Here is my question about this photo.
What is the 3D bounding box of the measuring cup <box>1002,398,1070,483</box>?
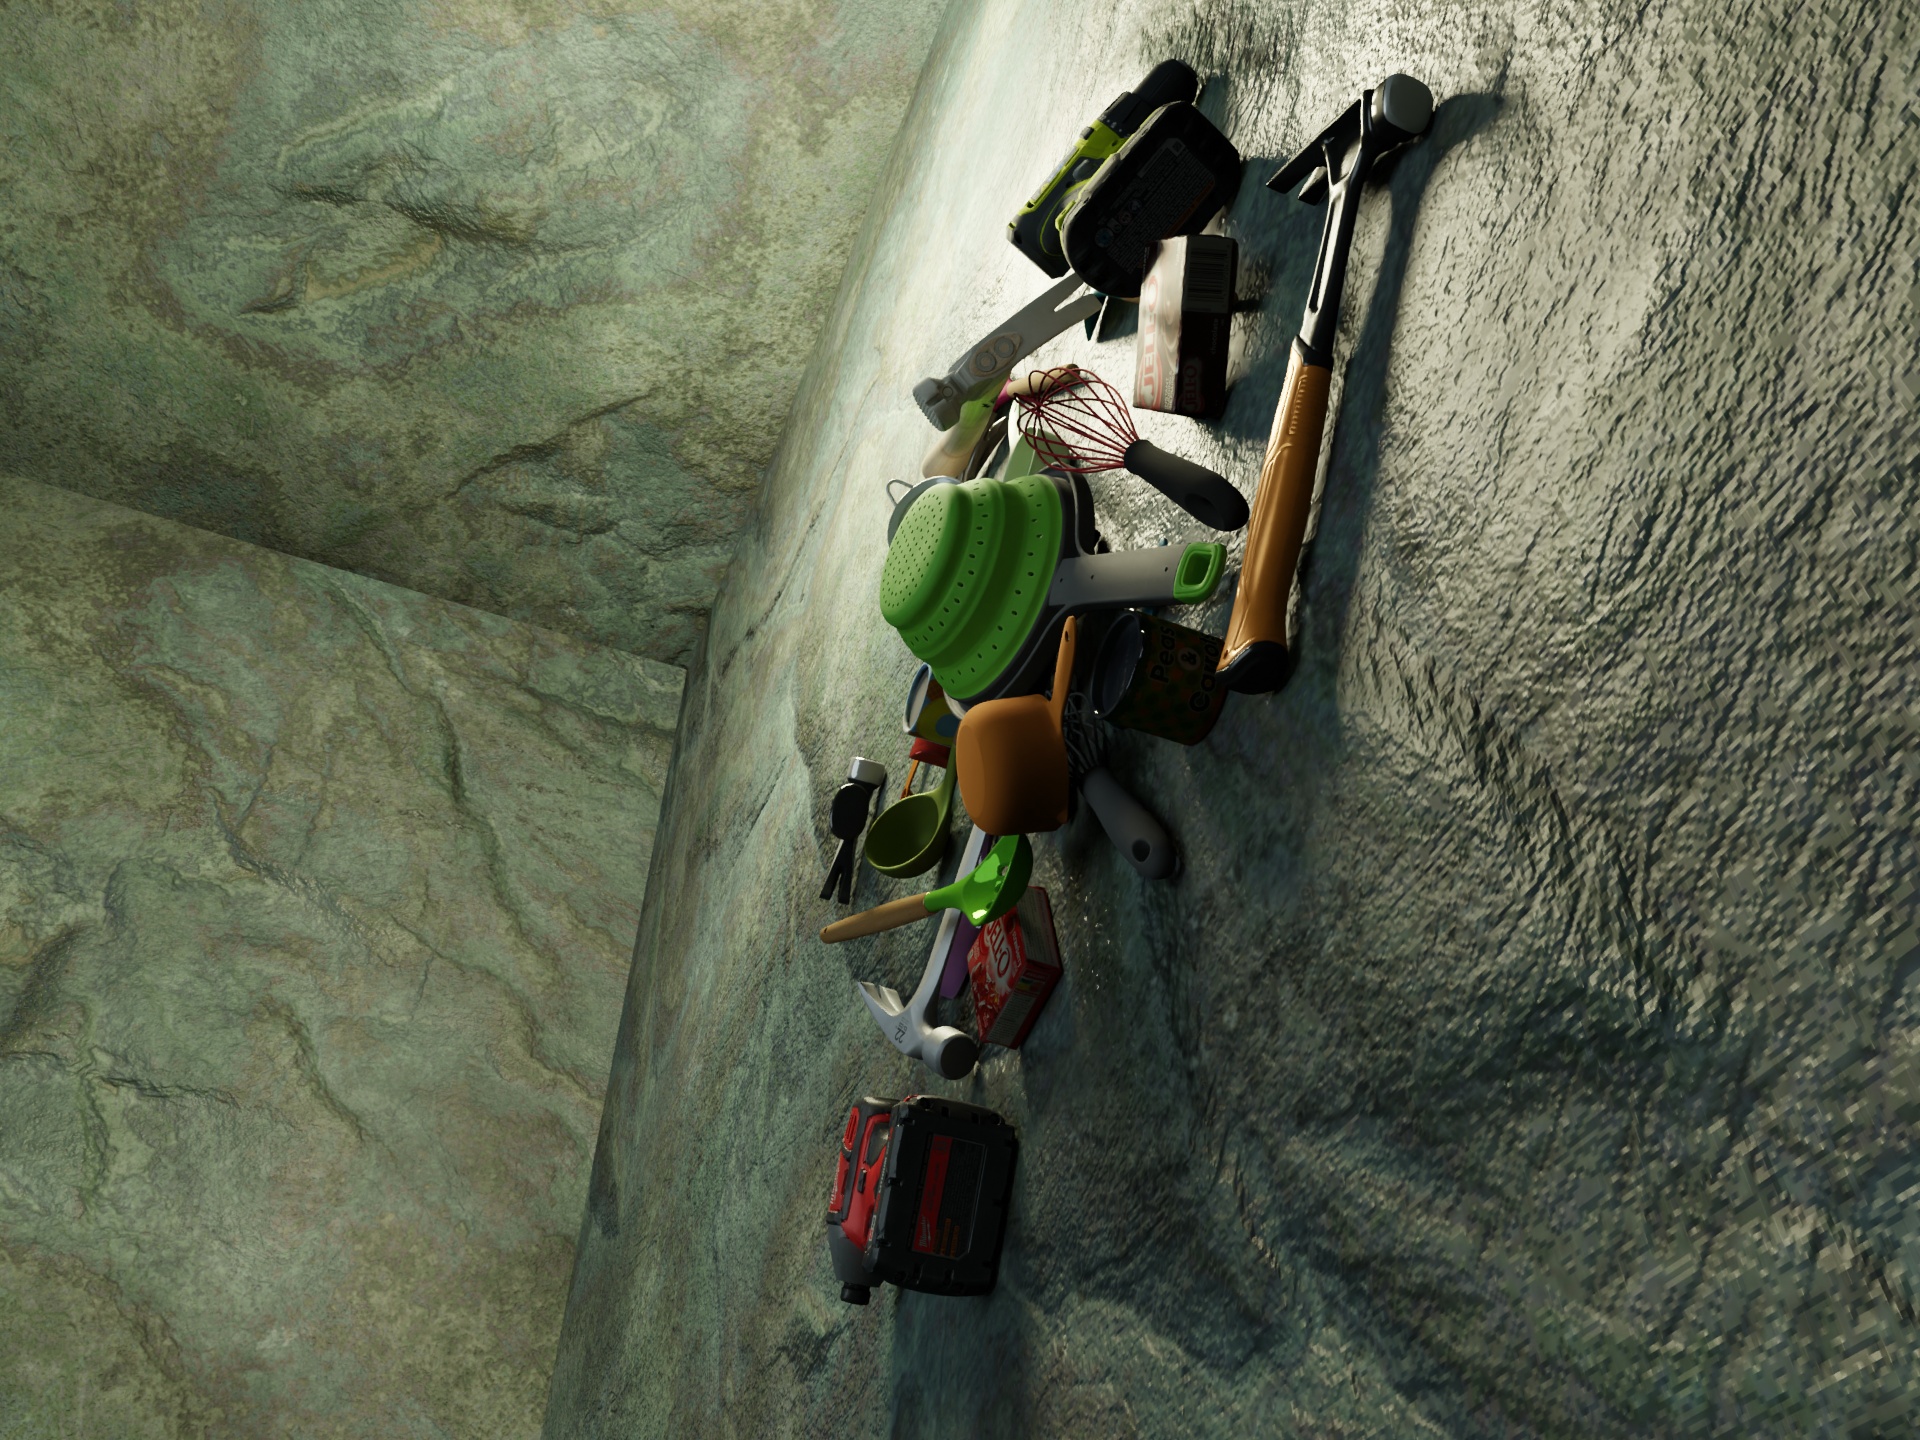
[{"bbox_3d":[0.063,-0.229,1.353,0.168,0.038,0.083,-91,23,-53],"label":"measuring cup"}]

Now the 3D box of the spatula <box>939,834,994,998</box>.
[{"bbox_3d":[0.027,0.056,1.213,0.060,0.018,0.316,-1,74,66],"label":"spatula"}]

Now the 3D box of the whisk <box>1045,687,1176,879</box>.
[{"bbox_3d":[0.086,0.037,0.980,0.239,0.055,0.055,-121,49,-64],"label":"whisk"}]

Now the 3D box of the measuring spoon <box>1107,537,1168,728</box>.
[{"bbox_3d":[0.110,-0.059,1.028,0.042,0.021,0.128,174,111,-74],"label":"measuring spoon"}]

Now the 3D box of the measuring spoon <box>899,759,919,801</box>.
[{"bbox_3d":[-0.032,0.027,1.477,0.021,0.011,0.117,-156,86,-75],"label":"measuring spoon"}]

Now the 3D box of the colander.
[{"bbox_3d":[0.038,-0.105,1.085,0.397,0.094,0.204,4,75,65],"label":"colander"}]

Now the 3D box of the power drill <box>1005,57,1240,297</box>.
[{"bbox_3d":[0.128,-0.411,1.197,0.190,0.080,0.229,-48,22,13],"label":"power drill"}]

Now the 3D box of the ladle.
[{"bbox_3d":[-0.002,-0.004,1.271,0.078,0.062,0.320,-112,38,-53],"label":"ladle"}]

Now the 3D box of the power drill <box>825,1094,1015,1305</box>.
[{"bbox_3d":[-0.040,0.324,1.069,0.219,0.078,0.143,137,146,-67],"label":"power drill"}]

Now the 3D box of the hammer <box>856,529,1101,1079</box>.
[{"bbox_3d":[0.021,0.049,1.171,0.144,0.035,0.405,13,84,60],"label":"hammer"}]

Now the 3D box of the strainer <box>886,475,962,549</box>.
[{"bbox_3d":[0.008,-0.136,1.334,0.087,0.050,0.259,-48,42,6],"label":"strainer"}]

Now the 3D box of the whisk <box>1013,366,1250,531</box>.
[{"bbox_3d":[0.109,-0.177,1.037,0.296,0.073,0.073,48,121,58],"label":"whisk"}]

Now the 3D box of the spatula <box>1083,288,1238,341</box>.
[{"bbox_3d":[0.144,-0.318,1.187,0.318,0.044,0.082,-132,60,-67],"label":"spatula"}]

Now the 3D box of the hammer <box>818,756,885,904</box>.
[{"bbox_3d":[-0.100,0.095,1.427,0.409,0.036,0.149,124,160,-84],"label":"hammer"}]

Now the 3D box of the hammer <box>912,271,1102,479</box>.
[{"bbox_3d":[0.017,-0.256,1.298,0.146,0.038,0.410,-38,2,-5],"label":"hammer"}]

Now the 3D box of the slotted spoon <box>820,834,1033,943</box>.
[{"bbox_3d":[-0.030,0.132,1.136,0.314,0.031,0.070,-27,38,57],"label":"slotted spoon"}]

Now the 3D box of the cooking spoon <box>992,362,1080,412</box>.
[{"bbox_3d":[0.057,-0.311,1.490,0.069,0.017,0.319,-64,15,0],"label":"cooking spoon"}]

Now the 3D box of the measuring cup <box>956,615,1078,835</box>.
[{"bbox_3d":[0.035,0.002,0.968,0.173,0.052,0.095,100,158,-48],"label":"measuring cup"}]

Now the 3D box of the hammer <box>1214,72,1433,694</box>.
[{"bbox_3d":[0.183,-0.176,0.869,0.127,0.034,0.337,160,125,-71],"label":"hammer"}]

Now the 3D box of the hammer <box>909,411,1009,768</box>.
[{"bbox_3d":[-0.005,-0.116,1.475,0.149,0.036,0.359,126,156,-52],"label":"hammer"}]
